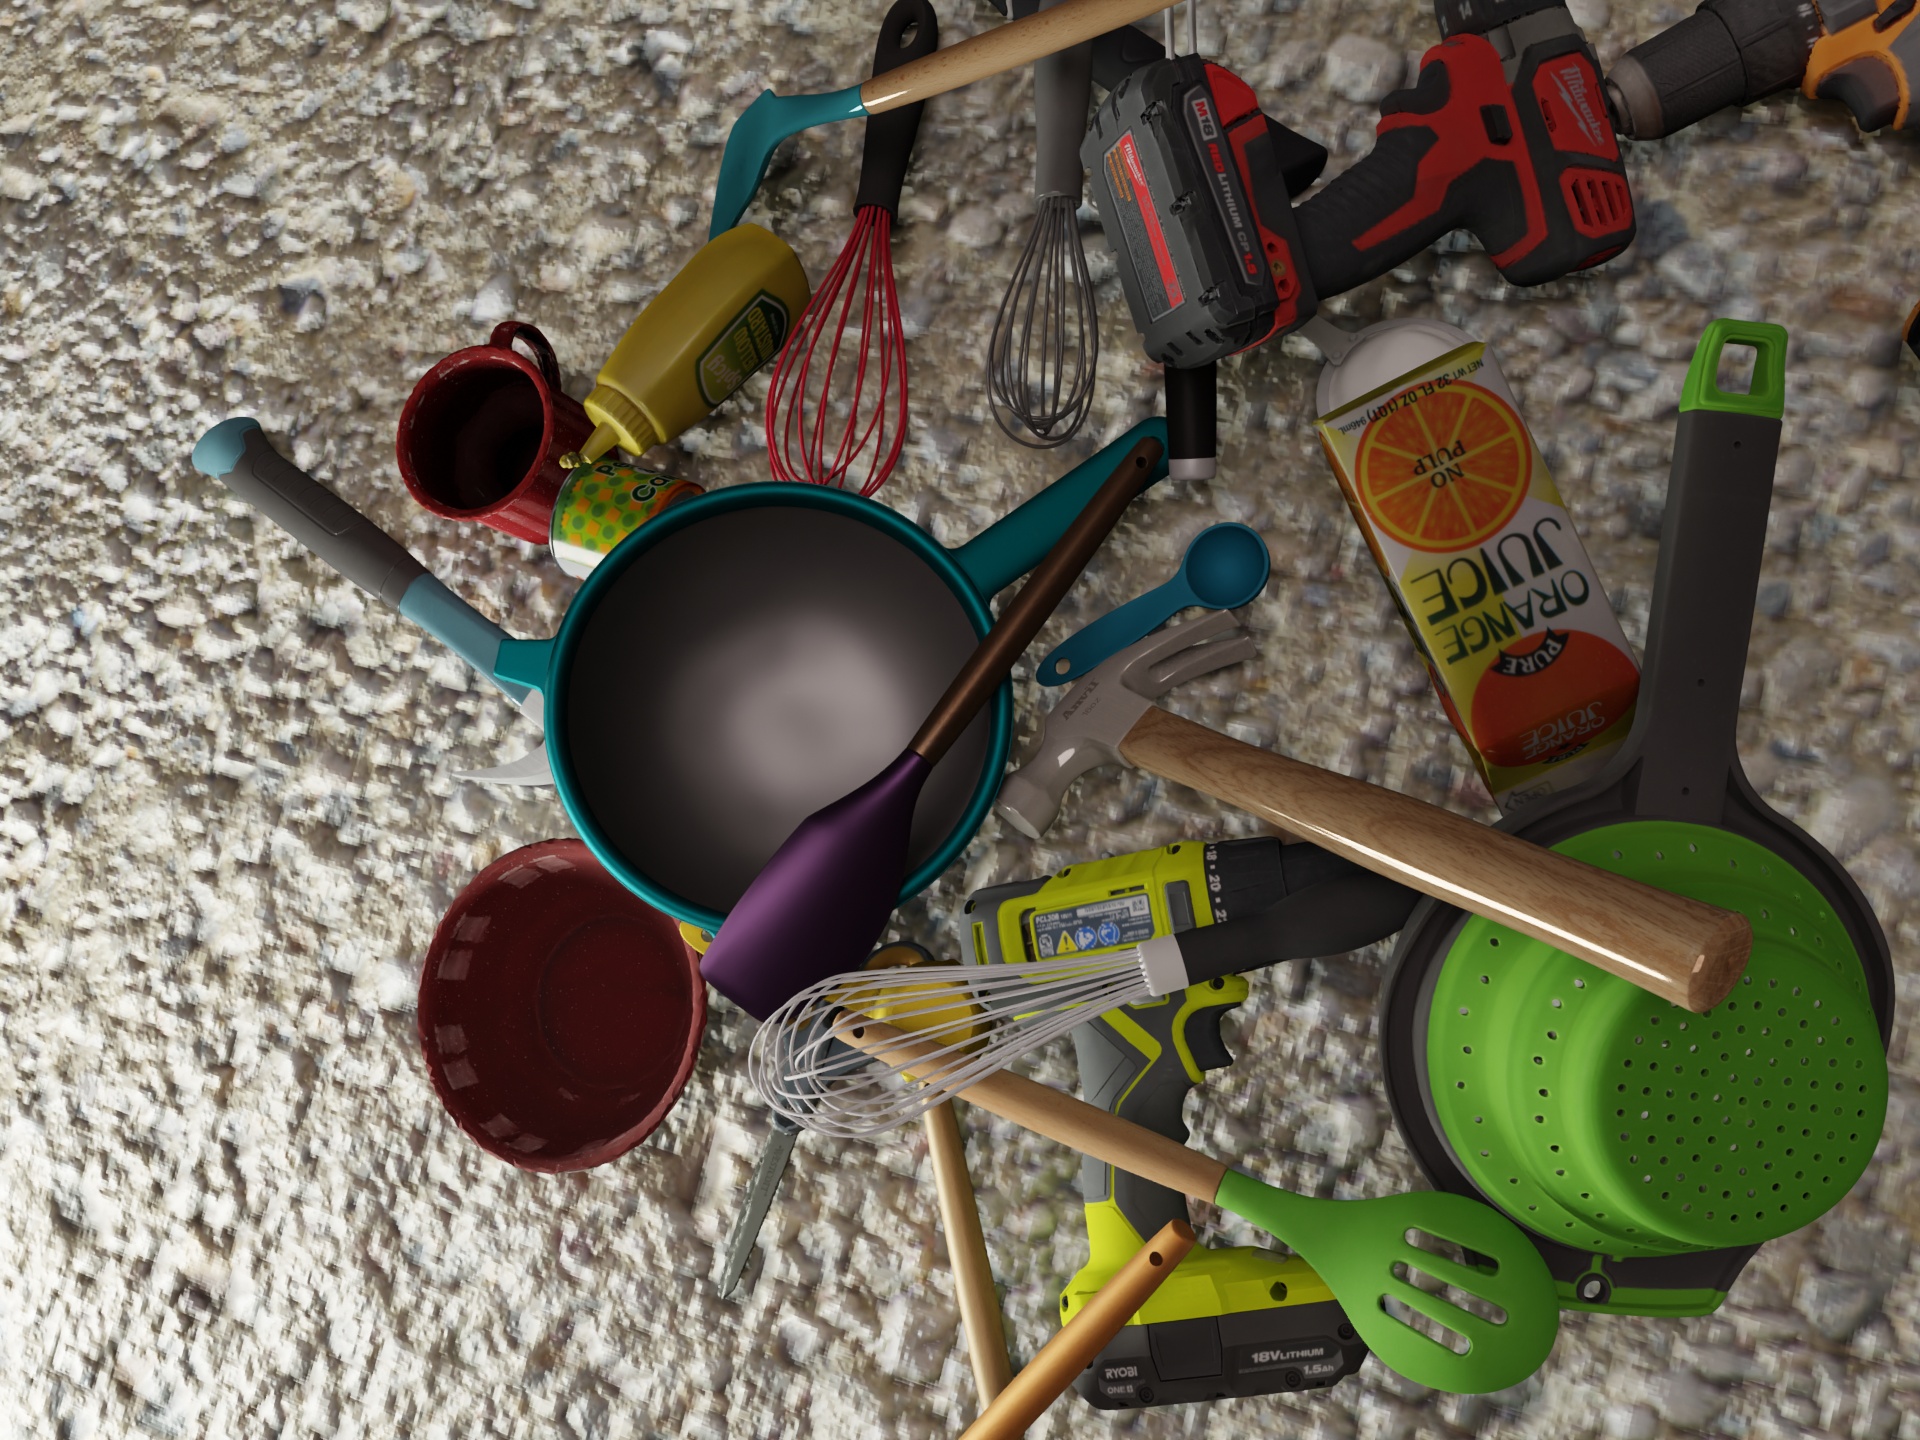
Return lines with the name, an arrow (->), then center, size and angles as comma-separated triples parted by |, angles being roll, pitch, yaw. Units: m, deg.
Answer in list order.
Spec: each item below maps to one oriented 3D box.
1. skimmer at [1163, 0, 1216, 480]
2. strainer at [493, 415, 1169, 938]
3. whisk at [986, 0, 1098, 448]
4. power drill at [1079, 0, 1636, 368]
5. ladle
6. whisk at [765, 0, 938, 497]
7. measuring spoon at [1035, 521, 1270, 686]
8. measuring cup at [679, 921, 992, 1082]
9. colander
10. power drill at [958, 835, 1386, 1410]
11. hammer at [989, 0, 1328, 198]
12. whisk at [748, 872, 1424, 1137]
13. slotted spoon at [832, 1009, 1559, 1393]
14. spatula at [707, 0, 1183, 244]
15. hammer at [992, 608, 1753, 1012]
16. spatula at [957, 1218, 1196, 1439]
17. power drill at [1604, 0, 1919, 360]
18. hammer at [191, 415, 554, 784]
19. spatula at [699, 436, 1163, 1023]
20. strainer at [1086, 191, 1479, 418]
skimmer -> 0.108, -0.296, 0.742 | 0.127, 0.090, 0.363 | -1, 99, 14
strainer -> -0.033, -0.036, 0.768 | 0.340, 0.095, 0.211 | -35, 83, -12
whisk -> 0.043, -0.245, 0.748 | 0.055, 0.055, 0.239 | 1, 83, 18
power drill -> 0.170, -0.260, 0.678 | 0.226, 0.080, 0.188 | -20, 95, -14
ladle -> 0.016, 0.311, 0.723 | 0.069, 0.031, 0.316 | -15, 76, 12
whisk -> -0.046, -0.241, 0.814 | 0.073, 0.073, 0.296 | 5, 77, 18
measuring spoon -> 0.092, -0.049, 0.762 | 0.128, 0.021, 0.042 | -31, 67, 21
measuring cup -> -0.059, 0.123, 0.742 | 0.156, 0.029, 0.062 | 21, 81, 0
colander -> 0.279, 0.047, 0.590 | 0.204, 0.094, 0.397 | 6, 95, -1
power drill -> 0.109, 0.164, 0.690 | 0.190, 0.080, 0.229 | -13, 75, 15
hammer -> 0.017, -0.386, 0.815 | 0.409, 0.036, 0.149 | 40, 78, 15
whisk -> 0.051, 0.108, 0.649 | 0.284, 0.070, 0.070 | -16, 77, 1
slotted spoon -> 0.081, 0.180, 0.642 | 0.314, 0.031, 0.070 | 18, 79, 24
spatula -> -0.016, -0.302, 0.764 | 0.317, 0.044, 0.082 | -5, 70, 34
hammer -> 0.149, 0.034, 0.629 | 0.130, 0.031, 0.331 | -51, 37, -12
spatula -> 0.000, 0.318, 0.675 | 0.081, 0.041, 0.322 | 45, 111, 22
power drill -> 0.395, -0.237, 0.658 | 0.185, 0.084, 0.226 | -25, 71, 13
hammer -> -0.310, -0.078, 0.884 | 0.331, 0.033, 0.128 | 34, 92, 20
spatula -> -0.001, -0.002, 0.706 | 0.059, 0.018, 0.316 | 37, 79, -8
strainer -> 0.157, -0.189, 0.748 | 0.259, 0.050, 0.087 | 38, 79, 22
